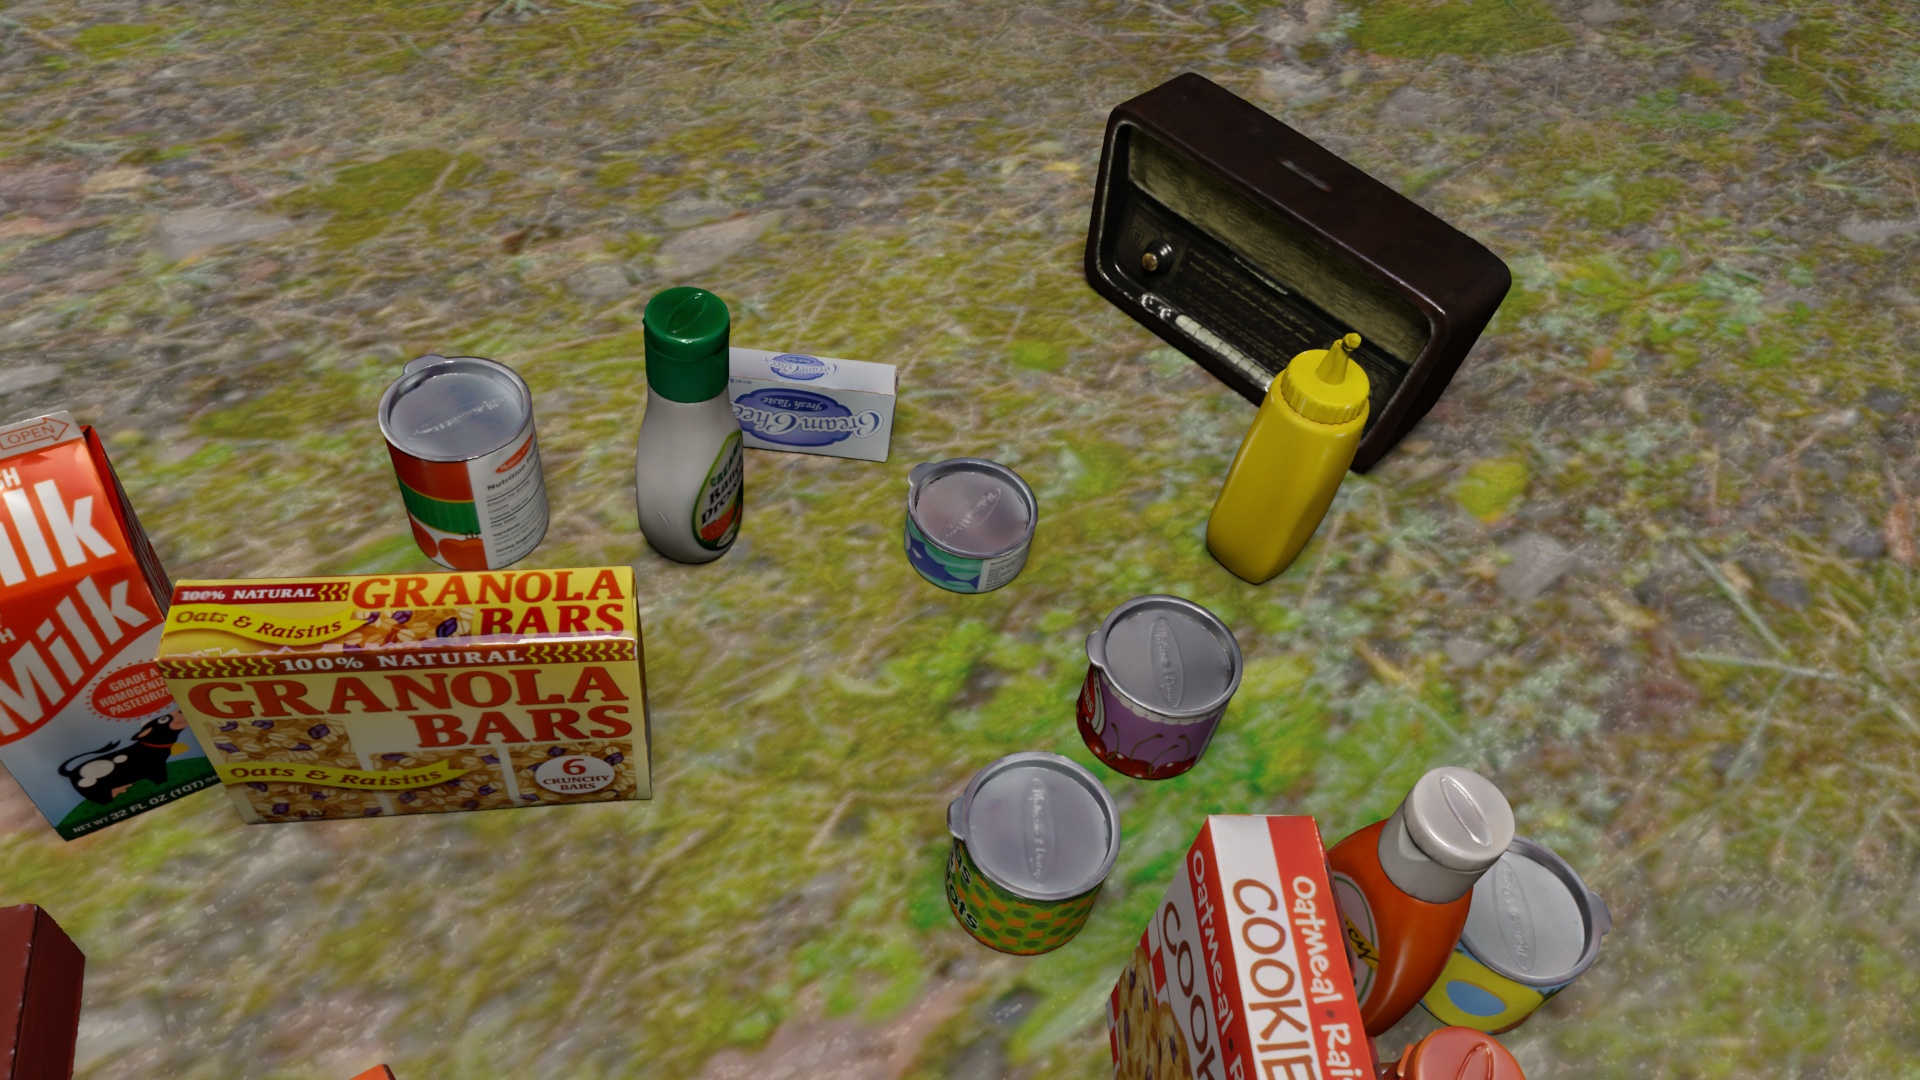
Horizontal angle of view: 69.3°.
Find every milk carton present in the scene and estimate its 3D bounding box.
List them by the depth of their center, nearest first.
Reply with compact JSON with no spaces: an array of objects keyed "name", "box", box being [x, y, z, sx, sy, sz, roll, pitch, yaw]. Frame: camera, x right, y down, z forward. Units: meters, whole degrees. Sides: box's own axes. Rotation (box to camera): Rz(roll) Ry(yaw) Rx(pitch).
[{"name":"milk carton","box":[-0.339,0.027,0.522,0.072,0.189,0.073,-22,57,-24]}]

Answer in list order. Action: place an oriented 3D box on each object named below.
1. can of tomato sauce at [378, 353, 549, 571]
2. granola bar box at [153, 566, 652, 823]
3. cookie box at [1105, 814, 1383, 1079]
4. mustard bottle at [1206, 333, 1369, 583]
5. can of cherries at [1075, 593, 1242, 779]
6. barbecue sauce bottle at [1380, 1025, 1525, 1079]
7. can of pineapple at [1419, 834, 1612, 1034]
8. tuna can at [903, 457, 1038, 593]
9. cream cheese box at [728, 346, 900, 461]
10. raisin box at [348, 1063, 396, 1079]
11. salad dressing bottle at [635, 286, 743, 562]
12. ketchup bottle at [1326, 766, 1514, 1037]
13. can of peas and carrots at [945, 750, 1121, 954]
[{"name":"can of tomato sauce","box":[-0.235,-0.036,0.660,0.071,0.082,0.071,4,50,-5]},{"name":"granola bar box","box":[-0.210,0.063,0.556,0.166,0.123,0.039,-2,51,-10]},{"name":"cookie box","box":[0.092,0.186,0.474,0.040,0.166,0.123,1,51,-8]},{"name":"mustard bottle","box":[0.166,-0.046,0.681,0.049,0.159,0.065,37,55,20]},{"name":"can of cherries","box":[0.088,0.067,0.641,0.071,0.058,0.072,4,50,-5]},{"name":"barbecue sauce bottle","box":[0.145,0.209,0.475,0.044,0.147,0.065,29,53,15]},{"name":"can of pineapple","box":[0.225,0.166,0.582,0.071,0.057,0.071,4,50,-5]},{"name":"tuna can","box":[0.003,-0.009,0.707,0.071,0.032,0.071,4,50,-5]},{"name":"cream cheese box","box":[-0.086,-0.072,0.732,0.104,0.053,0.024,6,50,-4]},{"name":"raisin box","box":[-0.202,0.219,0.429,0.086,0.122,0.040,-23,58,-25]},{"name":"salad dressing bottle","box":[-0.126,-0.051,0.647,0.044,0.146,0.064,22,51,9]},{"name":"ketchup bottle","box":[0.166,0.139,0.536,0.044,0.148,0.065,-14,55,-19]},{"name":"can of peas and carrots","box":[0.026,0.131,0.579,0.071,0.058,0.071,4,50,-5]}]
